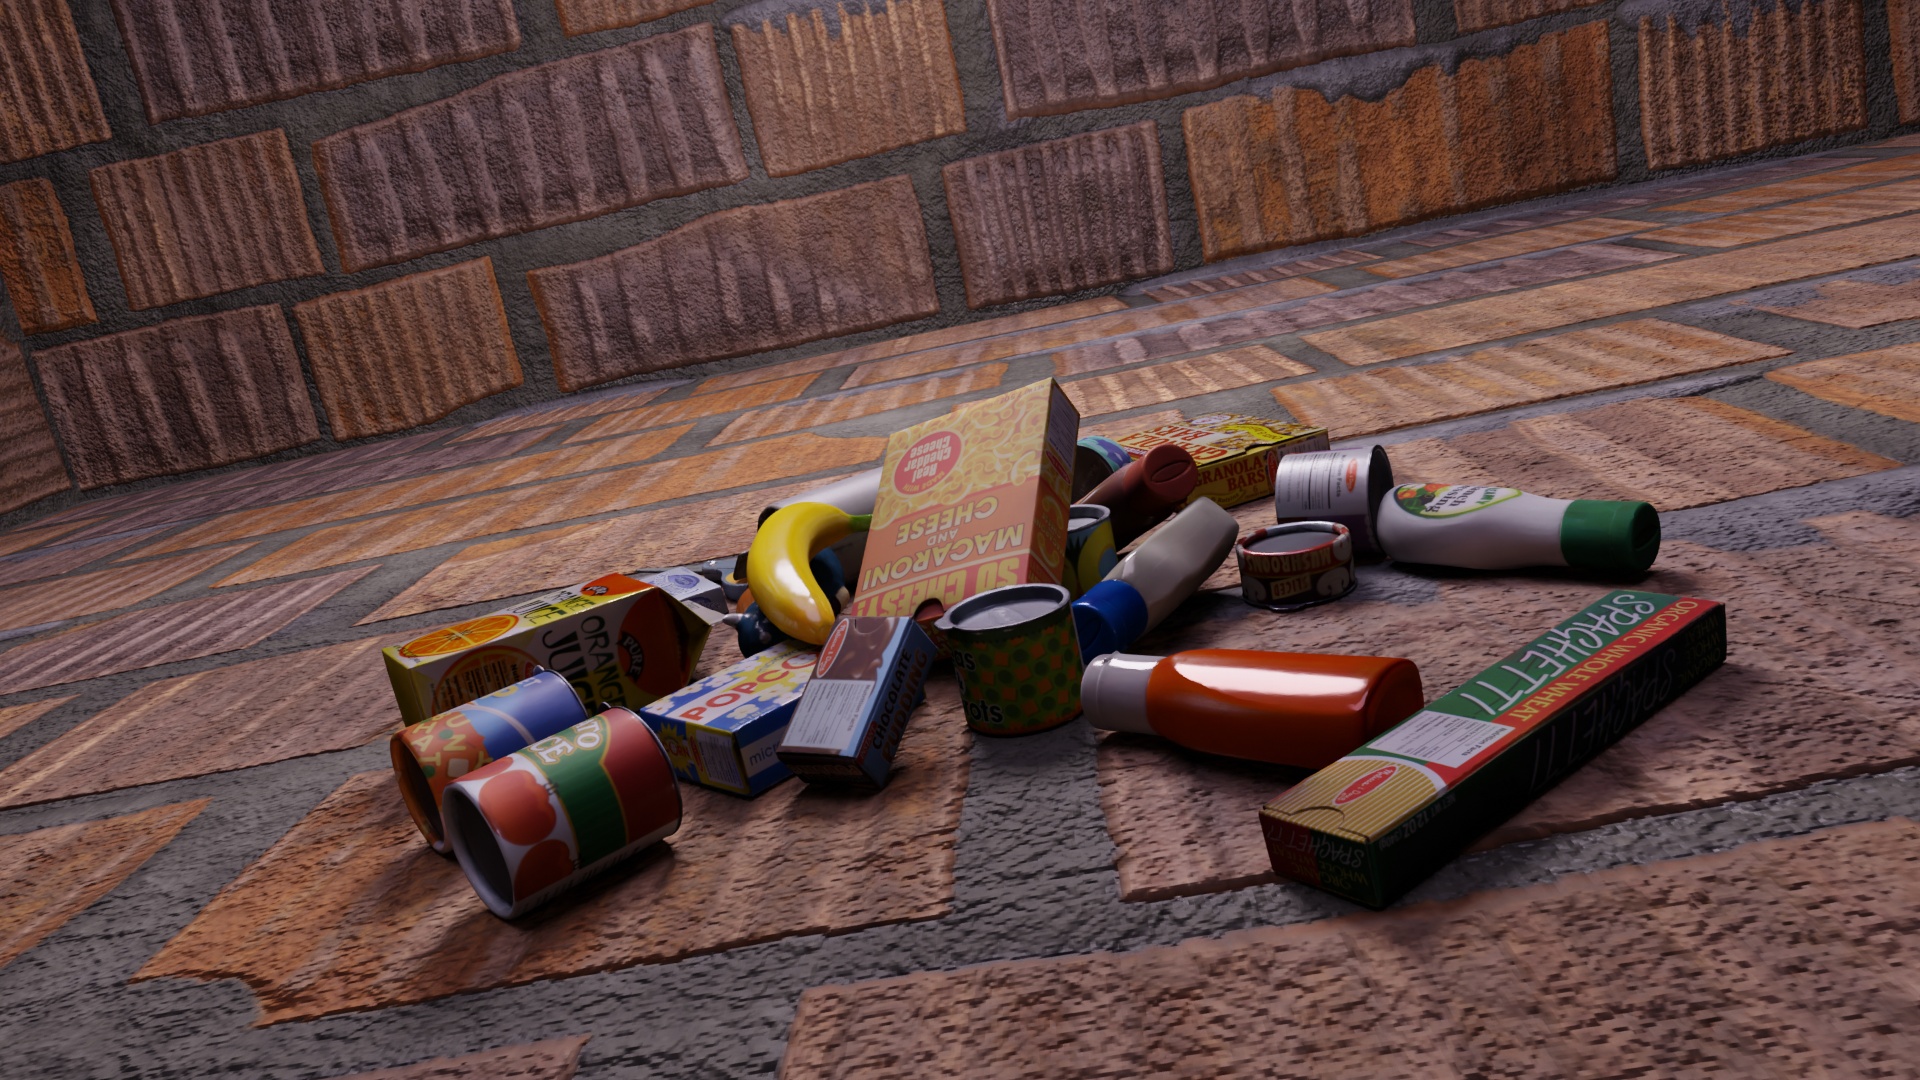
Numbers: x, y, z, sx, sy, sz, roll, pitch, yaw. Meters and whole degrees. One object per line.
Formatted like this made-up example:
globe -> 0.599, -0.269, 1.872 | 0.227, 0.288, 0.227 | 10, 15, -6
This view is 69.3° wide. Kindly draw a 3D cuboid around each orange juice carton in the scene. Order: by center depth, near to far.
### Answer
orange juice carton -> -0.239, 0.073, 0.849 | 0.193, 0.073, 0.072 | -20, 16, -31

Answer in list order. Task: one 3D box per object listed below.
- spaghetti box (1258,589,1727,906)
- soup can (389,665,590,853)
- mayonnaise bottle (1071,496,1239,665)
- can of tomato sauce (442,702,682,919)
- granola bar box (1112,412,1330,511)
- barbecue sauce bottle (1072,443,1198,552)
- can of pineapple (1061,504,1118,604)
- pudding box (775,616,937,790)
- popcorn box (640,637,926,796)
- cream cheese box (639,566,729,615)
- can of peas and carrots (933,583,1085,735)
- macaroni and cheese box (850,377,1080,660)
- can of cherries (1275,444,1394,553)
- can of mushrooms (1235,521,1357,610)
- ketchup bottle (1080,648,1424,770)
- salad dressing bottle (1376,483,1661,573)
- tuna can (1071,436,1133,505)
spaghetti box -> 0.223, 0.074, 0.556 | 0.251, 0.028, 0.050 | -21, 17, -33
soup can -> -0.238, 0.110, 0.708 | 0.084, 0.071, 0.071 | -22, 17, -36
mayonnaise bottle -> 0.106, 0.025, 0.785 | 0.149, 0.041, 0.064 | -32, -20, -51
can of tomato sauce -> -0.179, 0.119, 0.623 | 0.083, 0.071, 0.071 | -24, 18, -39
granola bar box -> 0.195, -0.064, 1.098 | 0.124, 0.039, 0.165 | -16, 14, -17
barbecue sauce bottle -> 0.110, -0.024, 0.894 | 0.065, 0.043, 0.148 | -23, -7, -16
can of pineapple -> 0.064, 0.015, 0.857 | 0.071, 0.057, 0.071 | -12, 14, 3
pudding box -> -0.050, 0.078, 0.681 | 0.049, 0.030, 0.084 | -3, 50, 34
popcorn box -> -0.094, 0.088, 0.741 | 0.085, 0.038, 0.127 | 2, 19, 45
cream cheese box -> -0.215, 0.045, 1.038 | 0.053, 0.024, 0.104 | -20, 16, -24
can of peas and carrots -> 0.027, 0.061, 0.707 | 0.071, 0.058, 0.071 | -12, 14, 3
macaroni and cheese box -> 0.003, -0.010, 0.828 | 0.123, 0.040, 0.167 | -17, 43, 29
can of cherries -> 0.232, -0.022, 0.856 | 0.058, 0.071, 0.072 | -5, 15, 30
can of mushrooms -> 0.194, 0.014, 0.805 | 0.071, 0.033, 0.071 | -10, 14, 3
ketchup bottle -> 0.123, 0.072, 0.616 | 0.148, 0.043, 0.065 | 0, 18, 41
salad dressing bottle -> 0.306, -0.006, 0.770 | 0.064, 0.044, 0.147 | -24, 19, -36
tuna can -> 0.096, -0.045, 1.043 | 0.071, 0.071, 0.033 | -1, 16, 37
